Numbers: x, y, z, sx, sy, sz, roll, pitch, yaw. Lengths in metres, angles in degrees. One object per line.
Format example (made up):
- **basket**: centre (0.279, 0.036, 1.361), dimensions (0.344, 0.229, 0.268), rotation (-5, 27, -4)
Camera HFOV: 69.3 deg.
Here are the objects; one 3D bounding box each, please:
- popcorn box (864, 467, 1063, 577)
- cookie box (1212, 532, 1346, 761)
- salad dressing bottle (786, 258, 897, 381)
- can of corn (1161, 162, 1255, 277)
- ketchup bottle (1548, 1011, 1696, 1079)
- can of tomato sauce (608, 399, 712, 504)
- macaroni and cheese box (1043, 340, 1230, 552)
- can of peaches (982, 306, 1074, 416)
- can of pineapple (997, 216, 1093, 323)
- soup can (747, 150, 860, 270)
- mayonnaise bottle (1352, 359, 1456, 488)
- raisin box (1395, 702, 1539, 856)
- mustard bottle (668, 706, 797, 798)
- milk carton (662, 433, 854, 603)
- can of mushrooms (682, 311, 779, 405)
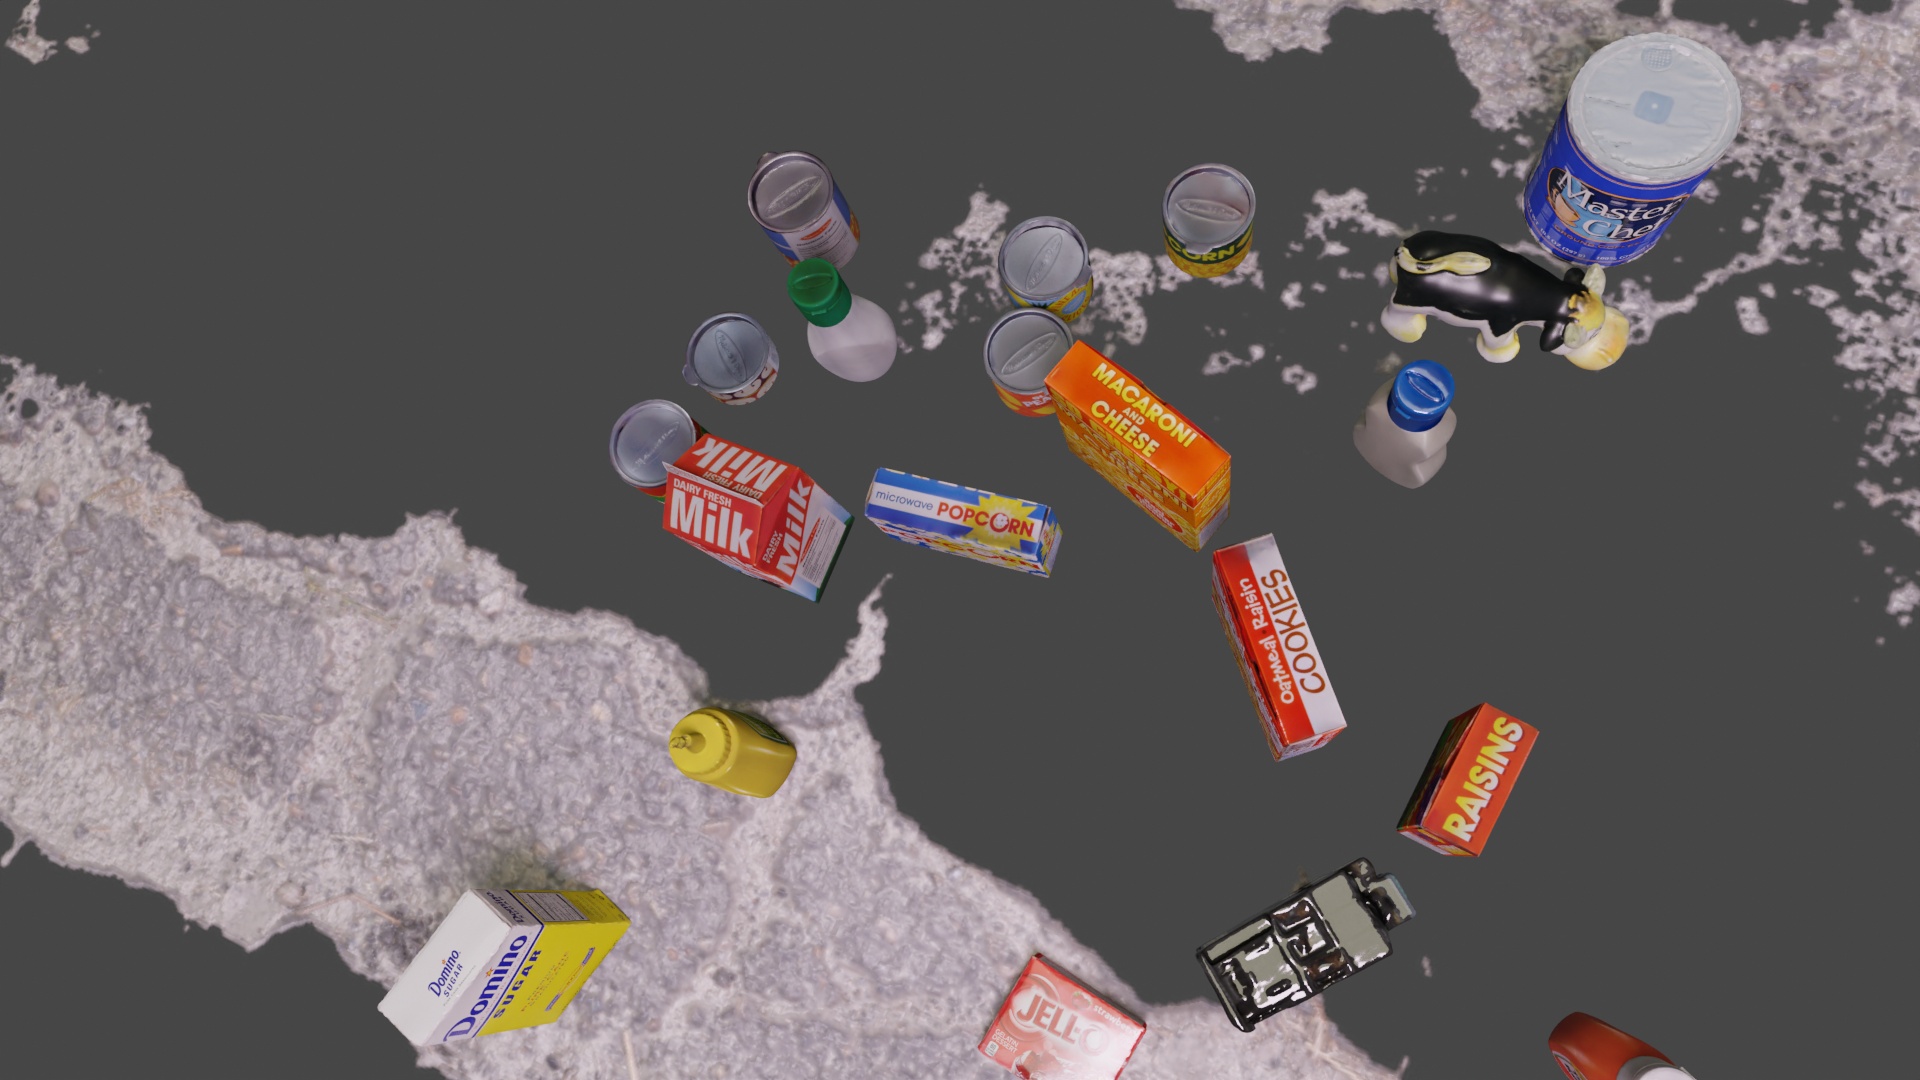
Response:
- **popcorn box**: centre (0.004, -0.012, 0.984), dimensions (0.127, 0.085, 0.038), rotation (13, 81, 13)
- **cookie box**: centre (0.199, 0.074, 0.888), dimensions (0.040, 0.167, 0.123), rotation (-20, 75, 5)
- **salad dressing bottle**: centre (-0.086, -0.158, 1.001), dimensions (0.064, 0.147, 0.044), rotation (-10, 76, 8)
- **can of corn**: centre (0.181, -0.231, 1.017), dimensions (0.071, 0.058, 0.071), rotation (-2, 77, 10)
- **ketchup bottle**: centre (0.390, 0.313, 0.809), dimensions (0.043, 0.148, 0.065), rotation (-46, 74, -2)
- **can of tomato sauce**: centre (-0.212, -0.060, 1.034), dimensions (0.071, 0.083, 0.071), rotation (-2, 77, 10)
- **macaroni and cheese box**: centre (0.122, -0.060, 0.932), dimensions (0.124, 0.166, 0.040), rotation (40, 87, 16)
- **can of peaches**: centre (0.054, -0.127, 1.016), dimensions (0.071, 0.058, 0.071), rotation (-2, 77, 10)
- **can of pineapple**: centre (0.065, -0.197, 1.030), dimensions (0.071, 0.058, 0.071), rotation (-2, 77, 10)
- **soup can**: centre (-0.119, -0.250, 1.061), dimensions (0.071, 0.083, 0.071), rotation (-2, 77, 10)
- **mayonnaise bottle**: centre (0.296, -0.078, 0.915), dimensions (0.065, 0.148, 0.041), rotation (42, 88, 16)
- **raisin box**: centre (0.315, 0.152, 0.872), dimensions (0.040, 0.123, 0.086), rotation (28, 84, 15)
- **mustard bottle**: centre (-0.160, 0.141, 0.939), dimensions (0.065, 0.160, 0.049), rotation (29, 84, 15)
- **milk carton**: centre (-0.140, -0.017, 0.955), dimensions (0.072, 0.190, 0.073), rotation (21, 82, 14)
- **can of mushrooms**: centre (-0.177, -0.139, 1.071), dimensions (0.071, 0.033, 0.071), rotation (-2, 77, 9)
